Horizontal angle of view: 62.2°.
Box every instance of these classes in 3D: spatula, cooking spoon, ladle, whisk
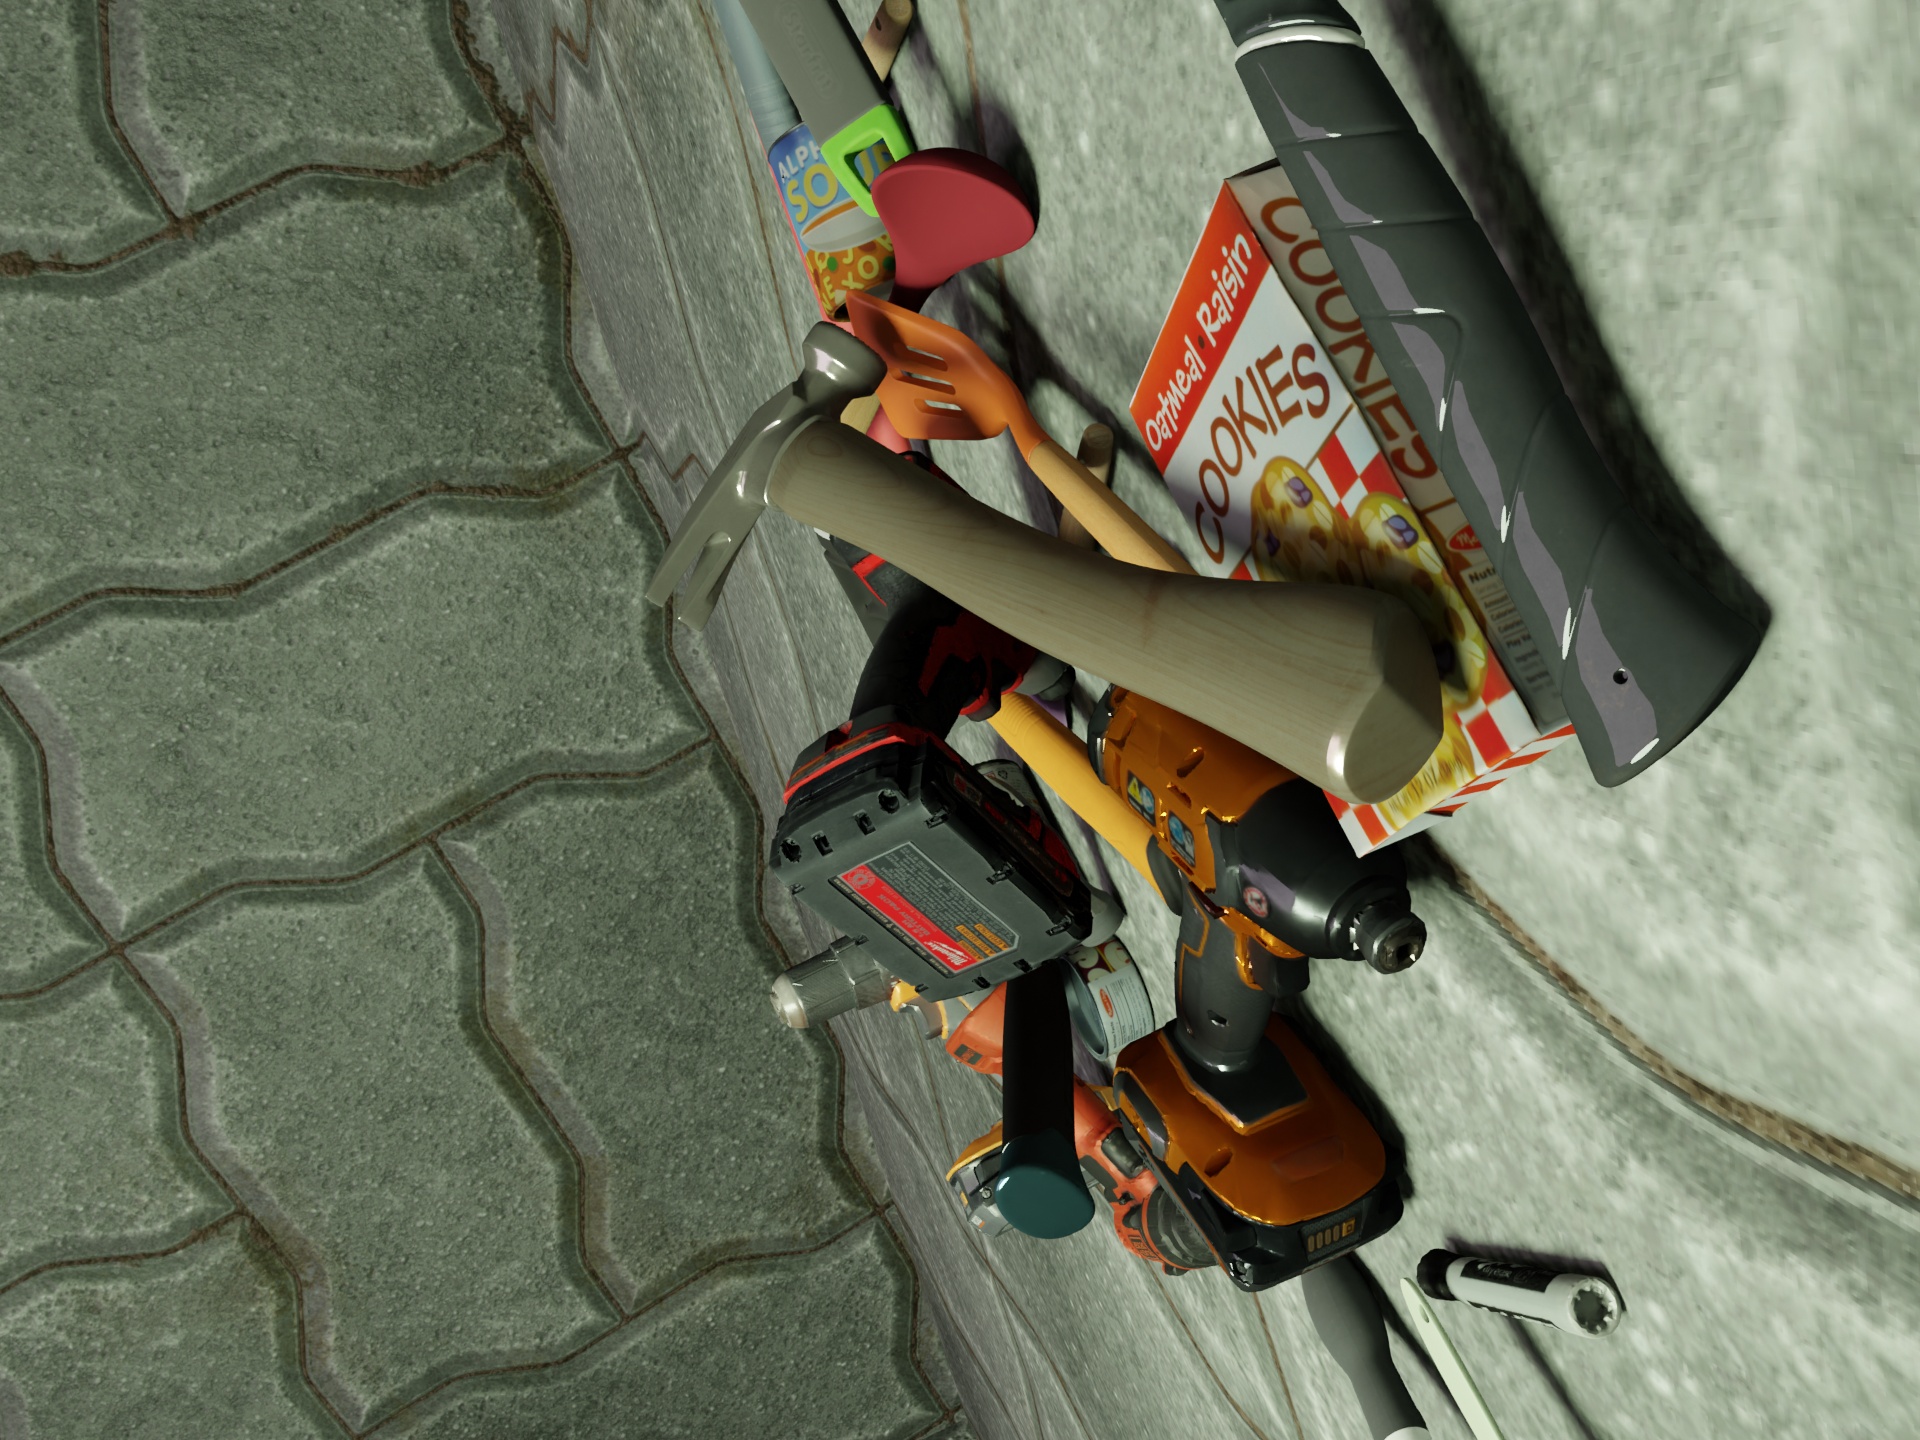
[{"bbox_3d":[0.036,-0.089,0.629,0.323,0.041,0.080,54,169,47],"label":"spatula"},{"bbox_3d":[0.047,-0.049,0.782,0.060,0.018,0.315,58,165,20],"label":"spatula"},{"bbox_3d":[-0.064,-0.310,0.842,0.069,0.017,0.319,68,167,-5],"label":"cooking spoon"},{"bbox_3d":[-0.034,-0.181,0.765,0.315,0.069,0.031,134,152,-67],"label":"ladle"},{"bbox_3d":[0.190,0.318,0.619,0.285,0.070,0.070,-108,5,-58],"label":"whisk"}]

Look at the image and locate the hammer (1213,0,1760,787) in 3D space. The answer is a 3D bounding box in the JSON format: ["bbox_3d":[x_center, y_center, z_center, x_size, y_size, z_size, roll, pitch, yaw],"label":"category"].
[{"bbox_3d":[0.065,-0.172,0.374,0.149,0.036,0.409,-31,83,38],"label":"hammer"}]

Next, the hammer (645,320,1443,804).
[{"bbox_3d":[0.000,-0.049,0.547,0.038,0.146,0.411,34,180,-34],"label":"hammer"}]

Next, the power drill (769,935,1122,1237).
[{"bbox_3d":[-0.005,0.221,1.050,0.226,0.185,0.084,62,164,20],"label":"power drill"}]

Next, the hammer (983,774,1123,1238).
[{"bbox_3d":[0.036,0.120,0.724,0.128,0.033,0.331,50,-166,-14],"label":"hammer"}]

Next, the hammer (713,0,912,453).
[{"bbox_3d":[-0.081,-0.264,0.875,0.143,0.038,0.386,46,158,61],"label":"hammer"}]

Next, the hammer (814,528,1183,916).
[{"bbox_3d":[0.026,0.000,0.827,0.337,0.034,0.127,44,165,47],"label":"hammer"}]

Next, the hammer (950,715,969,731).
[{"bbox_3d":[-0.050,0.009,1.239,0.405,0.035,0.144,103,144,-68],"label":"hammer"}]

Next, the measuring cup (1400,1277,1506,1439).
[{"bbox_3d":[0.210,0.262,0.545,0.083,0.038,0.168,85,162,-49],"label":"measuring cup"}]

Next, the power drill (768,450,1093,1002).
[{"bbox_3d":[-0.001,-0.002,0.667,0.143,0.078,0.220,44,-147,-32],"label":"power drill"}]

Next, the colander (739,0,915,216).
[{"bbox_3d":[-0.113,-0.403,0.700,0.397,0.204,0.094,61,-159,-5],"label":"colander"}]

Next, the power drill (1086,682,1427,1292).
[{"bbox_3d":[0.115,0.105,0.601,0.164,0.084,0.226,-132,29,-54],"label":"power drill"}]
